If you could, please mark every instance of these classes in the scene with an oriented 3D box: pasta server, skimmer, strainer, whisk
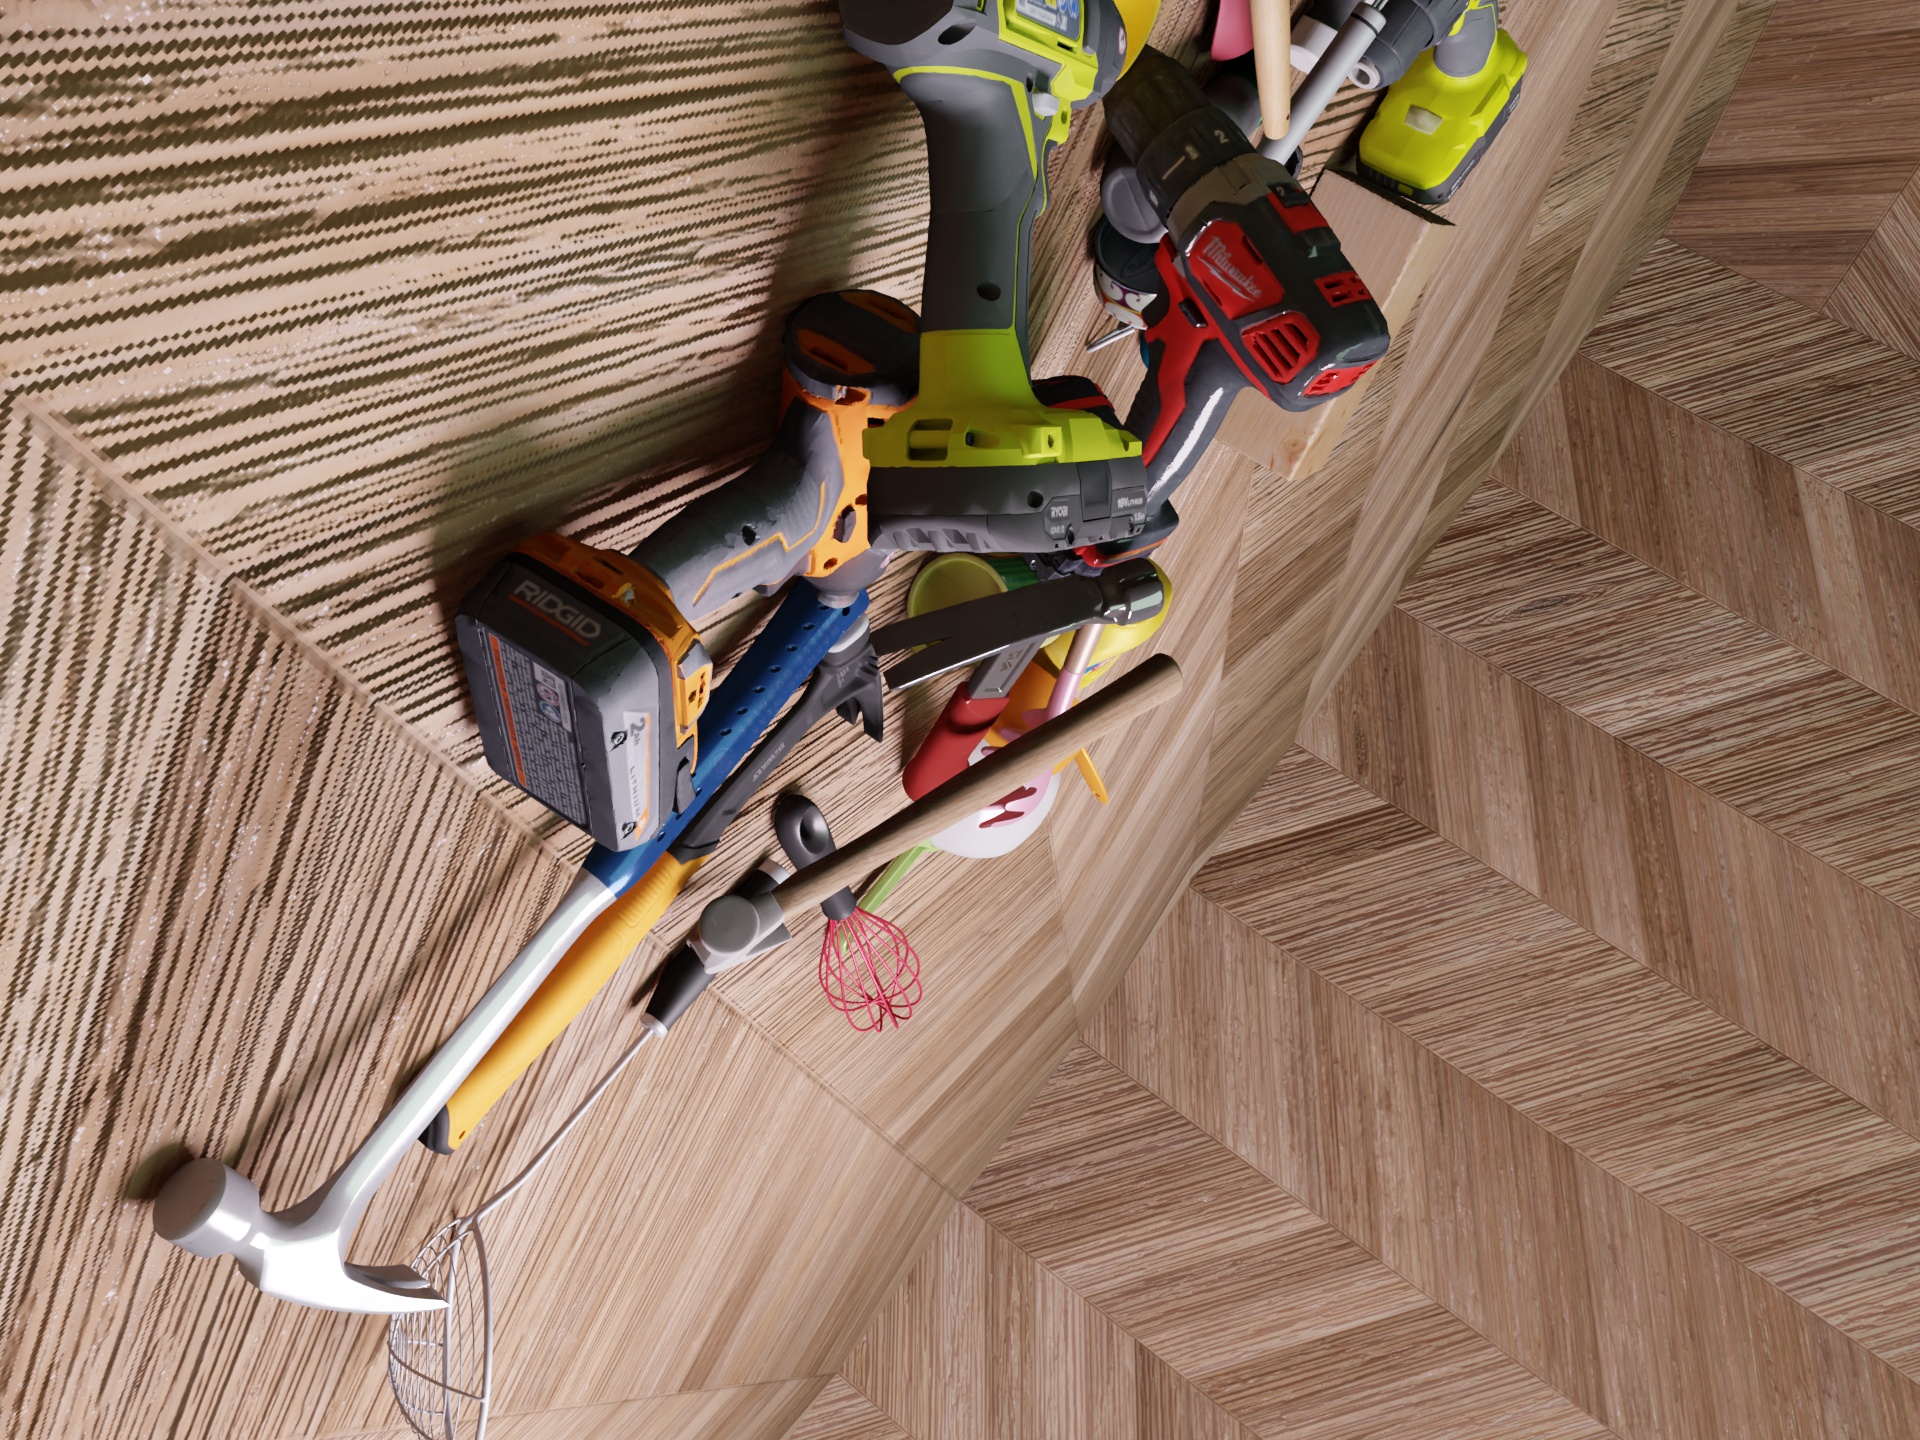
[{"bbox_3d":[0.074,-0.056,1.008,0.040,0.060,0.316,5,126,-22],"label":"pasta server"},{"bbox_3d":[-0.195,0.241,0.913,0.363,0.090,0.127,-51,-165,-24],"label":"skimmer"},{"bbox_3d":[0.003,0.090,1.208,0.256,0.069,0.151,-50,162,-25],"label":"strainer"},{"bbox_3d":[-0.076,0.132,1.056,0.073,0.073,0.295,-49,151,-21],"label":"whisk"},{"bbox_3d":[0.167,-0.305,0.909,0.258,0.050,0.087,-54,-169,16],"label":"strainer"}]

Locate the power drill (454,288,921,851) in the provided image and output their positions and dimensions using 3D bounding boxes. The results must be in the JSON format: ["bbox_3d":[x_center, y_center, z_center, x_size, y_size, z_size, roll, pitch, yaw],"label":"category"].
[{"bbox_3d":[-0.094,-0.056,0.656,0.226,0.084,0.164,-50,162,-33],"label":"power drill"}]

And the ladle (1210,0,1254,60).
[{"bbox_3d":[0.109,-0.377,0.705,0.069,0.031,0.315,-62,161,7],"label":"ladle"}]

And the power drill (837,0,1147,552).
[{"bbox_3d":[0.022,-0.181,0.612,0.171,0.080,0.223,-20,112,-59],"label":"power drill"}]

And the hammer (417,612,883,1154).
[{"bbox_3d":[-0.156,0.085,0.825,0.337,0.034,0.127,-49,161,-21],"label":"hammer"}]

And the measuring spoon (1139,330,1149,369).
[{"bbox_3d":[0.133,-0.242,1.049,0.042,0.021,0.128,-58,172,6],"label":"measuring spoon"}]

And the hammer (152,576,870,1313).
[{"bbox_3d":[-0.171,0.086,0.731,0.405,0.035,0.143,-53,139,-20],"label":"hammer"}]

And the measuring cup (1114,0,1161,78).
[{"bbox_3d":[0.058,-0.332,0.651,0.062,0.029,0.156,-50,160,-18],"label":"measuring cup"}]

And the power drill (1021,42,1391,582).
[{"bbox_3d":[0.086,-0.191,0.782,0.080,0.188,0.226,-22,165,-39],"label":"power drill"}]

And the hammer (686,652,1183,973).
[{"bbox_3d":[-0.009,0.050,0.917,0.331,0.031,0.130,-30,173,-19],"label":"hammer"}]

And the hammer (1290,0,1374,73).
[{"bbox_3d":[0.192,-0.453,0.777,0.146,0.035,0.334,-57,163,7],"label":"hammer"}]

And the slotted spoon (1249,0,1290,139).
[{"bbox_3d":[0.134,-0.372,0.701,0.313,0.031,0.070,61,49,-64],"label":"slotted spoon"}]

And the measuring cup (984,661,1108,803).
[{"bbox_3d":[0.063,0.025,1.156,0.052,0.095,0.173,-46,136,-14],"label":"measuring cup"}]

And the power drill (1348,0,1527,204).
[{"bbox_3d":[0.316,-0.448,1.054,0.190,0.080,0.228,-55,160,-6],"label":"power drill"}]

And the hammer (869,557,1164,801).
[{"bbox_3d":[-0.001,-0.003,0.933,0.149,0.037,0.359,-17,168,-15],"label":"hammer"}]
